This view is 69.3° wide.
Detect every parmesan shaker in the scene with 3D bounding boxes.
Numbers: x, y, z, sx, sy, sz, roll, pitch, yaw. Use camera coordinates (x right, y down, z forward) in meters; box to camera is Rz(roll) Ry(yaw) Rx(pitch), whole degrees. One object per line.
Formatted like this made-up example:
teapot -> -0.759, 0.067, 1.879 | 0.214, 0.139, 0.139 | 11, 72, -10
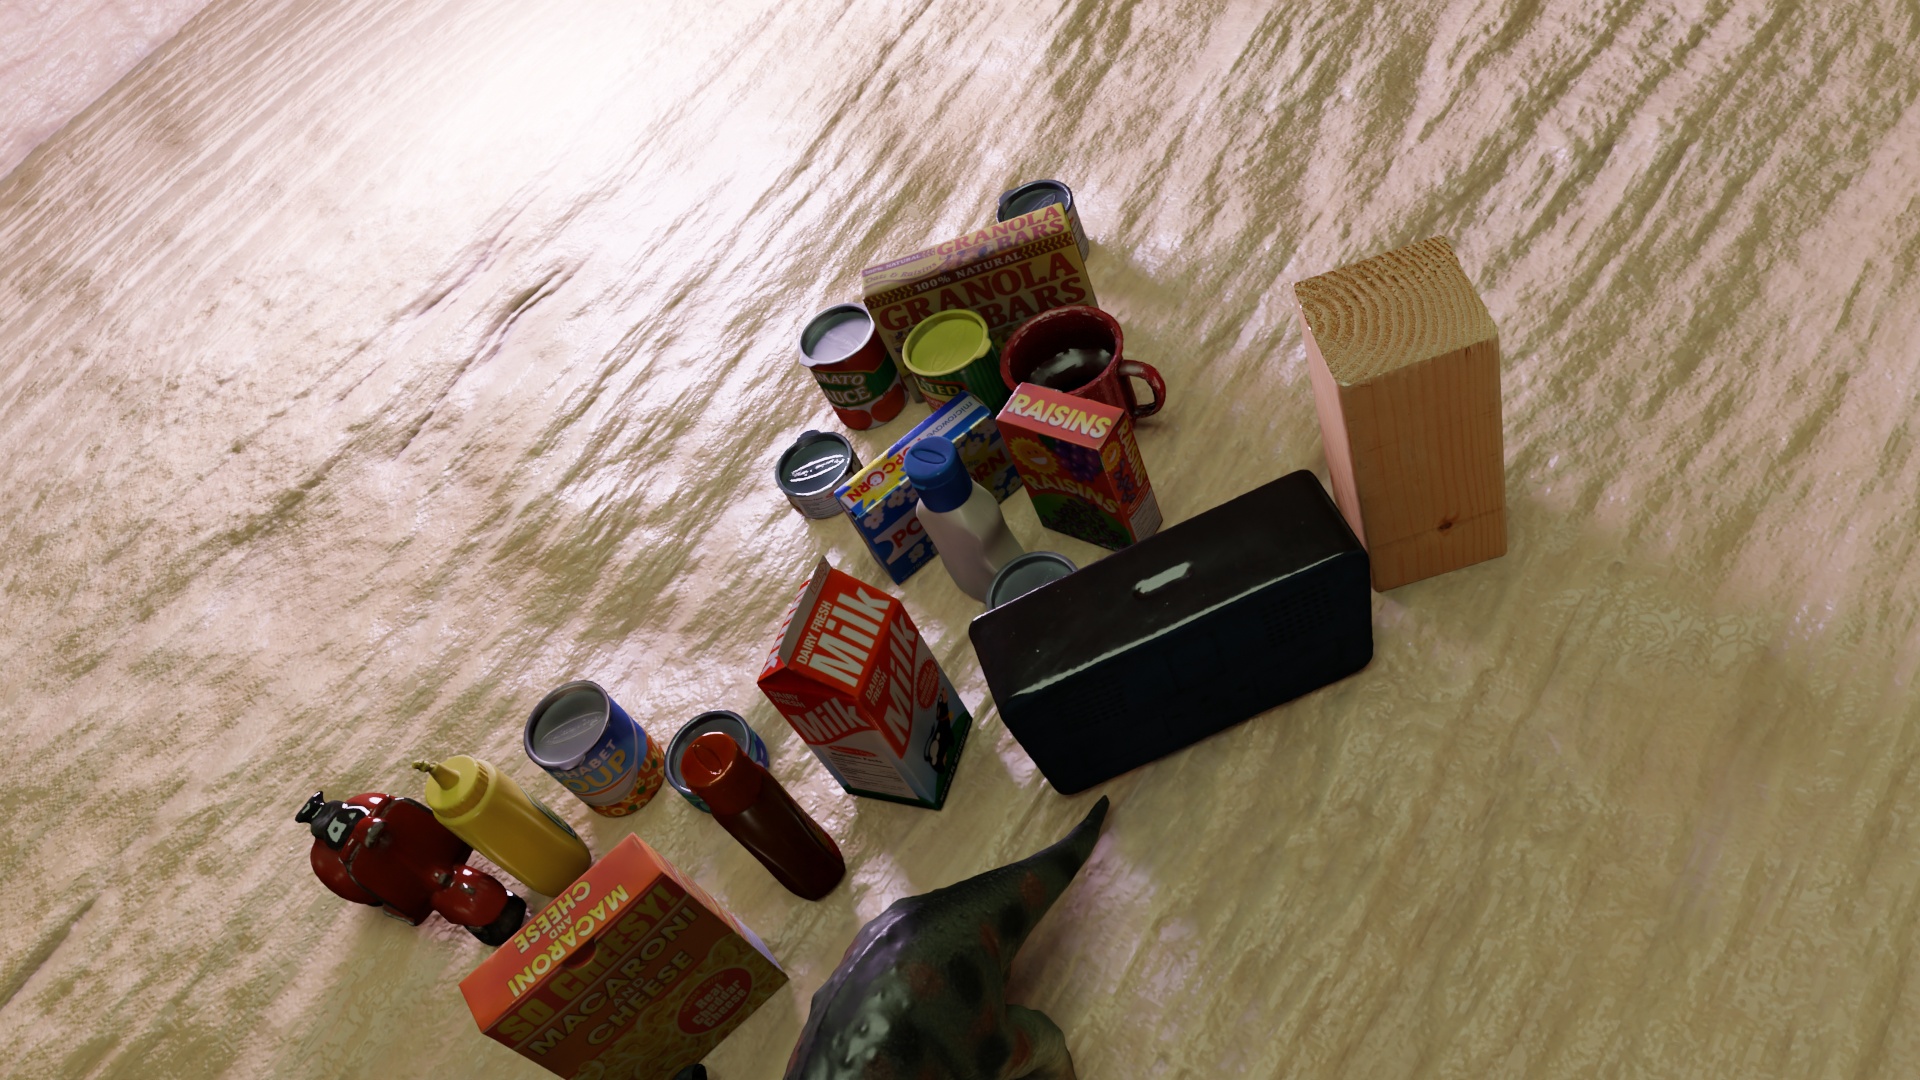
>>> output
parmesan shaker -> 0.007, -0.116, 1.054 | 0.071, 0.102, 0.072 | -11, 51, 14

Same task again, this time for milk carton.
milk carton -> -0.063, 0.091, 0.865 | 0.073, 0.189, 0.073 | 5, 57, 26

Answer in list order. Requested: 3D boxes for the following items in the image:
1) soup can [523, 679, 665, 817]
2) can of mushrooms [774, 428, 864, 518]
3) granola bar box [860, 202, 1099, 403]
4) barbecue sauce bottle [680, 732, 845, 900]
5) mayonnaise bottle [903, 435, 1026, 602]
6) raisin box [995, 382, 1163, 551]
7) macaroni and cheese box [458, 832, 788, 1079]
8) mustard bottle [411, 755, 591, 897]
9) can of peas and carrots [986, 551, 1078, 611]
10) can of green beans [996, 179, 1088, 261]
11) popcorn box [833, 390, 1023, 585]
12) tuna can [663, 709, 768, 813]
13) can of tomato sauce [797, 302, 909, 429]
soup can -> -0.253, 0.149, 0.969 | 0.071, 0.083, 0.072 | -11, 51, 14
can of mushrooms -> -0.111, -0.053, 1.101 | 0.071, 0.033, 0.071 | -11, 51, 14
granola bar box -> 0.020, -0.183, 1.087 | 0.165, 0.123, 0.039 | -16, 50, 10
barbecue sauce bottle -> -0.123, 0.169, 0.858 | 0.044, 0.148, 0.065 | -43, 51, -13
mayonnaise bottle -> 0.003, -0.012, 0.946 | 0.065, 0.147, 0.041 | 18, 63, 32
raisin box -> 0.084, -0.048, 0.957 | 0.086, 0.123, 0.040 | 20, 64, 33
macaroni and cheese box -> -0.188, 0.256, 0.805 | 0.124, 0.165, 0.040 | -41, 50, -11
mustard bottle -> -0.306, 0.181, 0.915 | 0.065, 0.159, 0.049 | 28, 69, 36
can of peas and carrots -> 0.059, 0.050, 0.934 | 0.071, 0.058, 0.071 | -11, 51, 14
can of green beans -> 0.070, -0.260, 1.170 | 0.071, 0.057, 0.071 | -11, 51, 14
popcorn box -> -0.021, -0.039, 1.018 | 0.127, 0.085, 0.038 | -39, 50, -9
tuna can -> -0.168, 0.155, 0.963 | 0.071, 0.032, 0.071 | -11, 51, 14
can of tomato sauce -> -0.086, -0.138, 1.123 | 0.071, 0.082, 0.071 | -11, 51, 14
